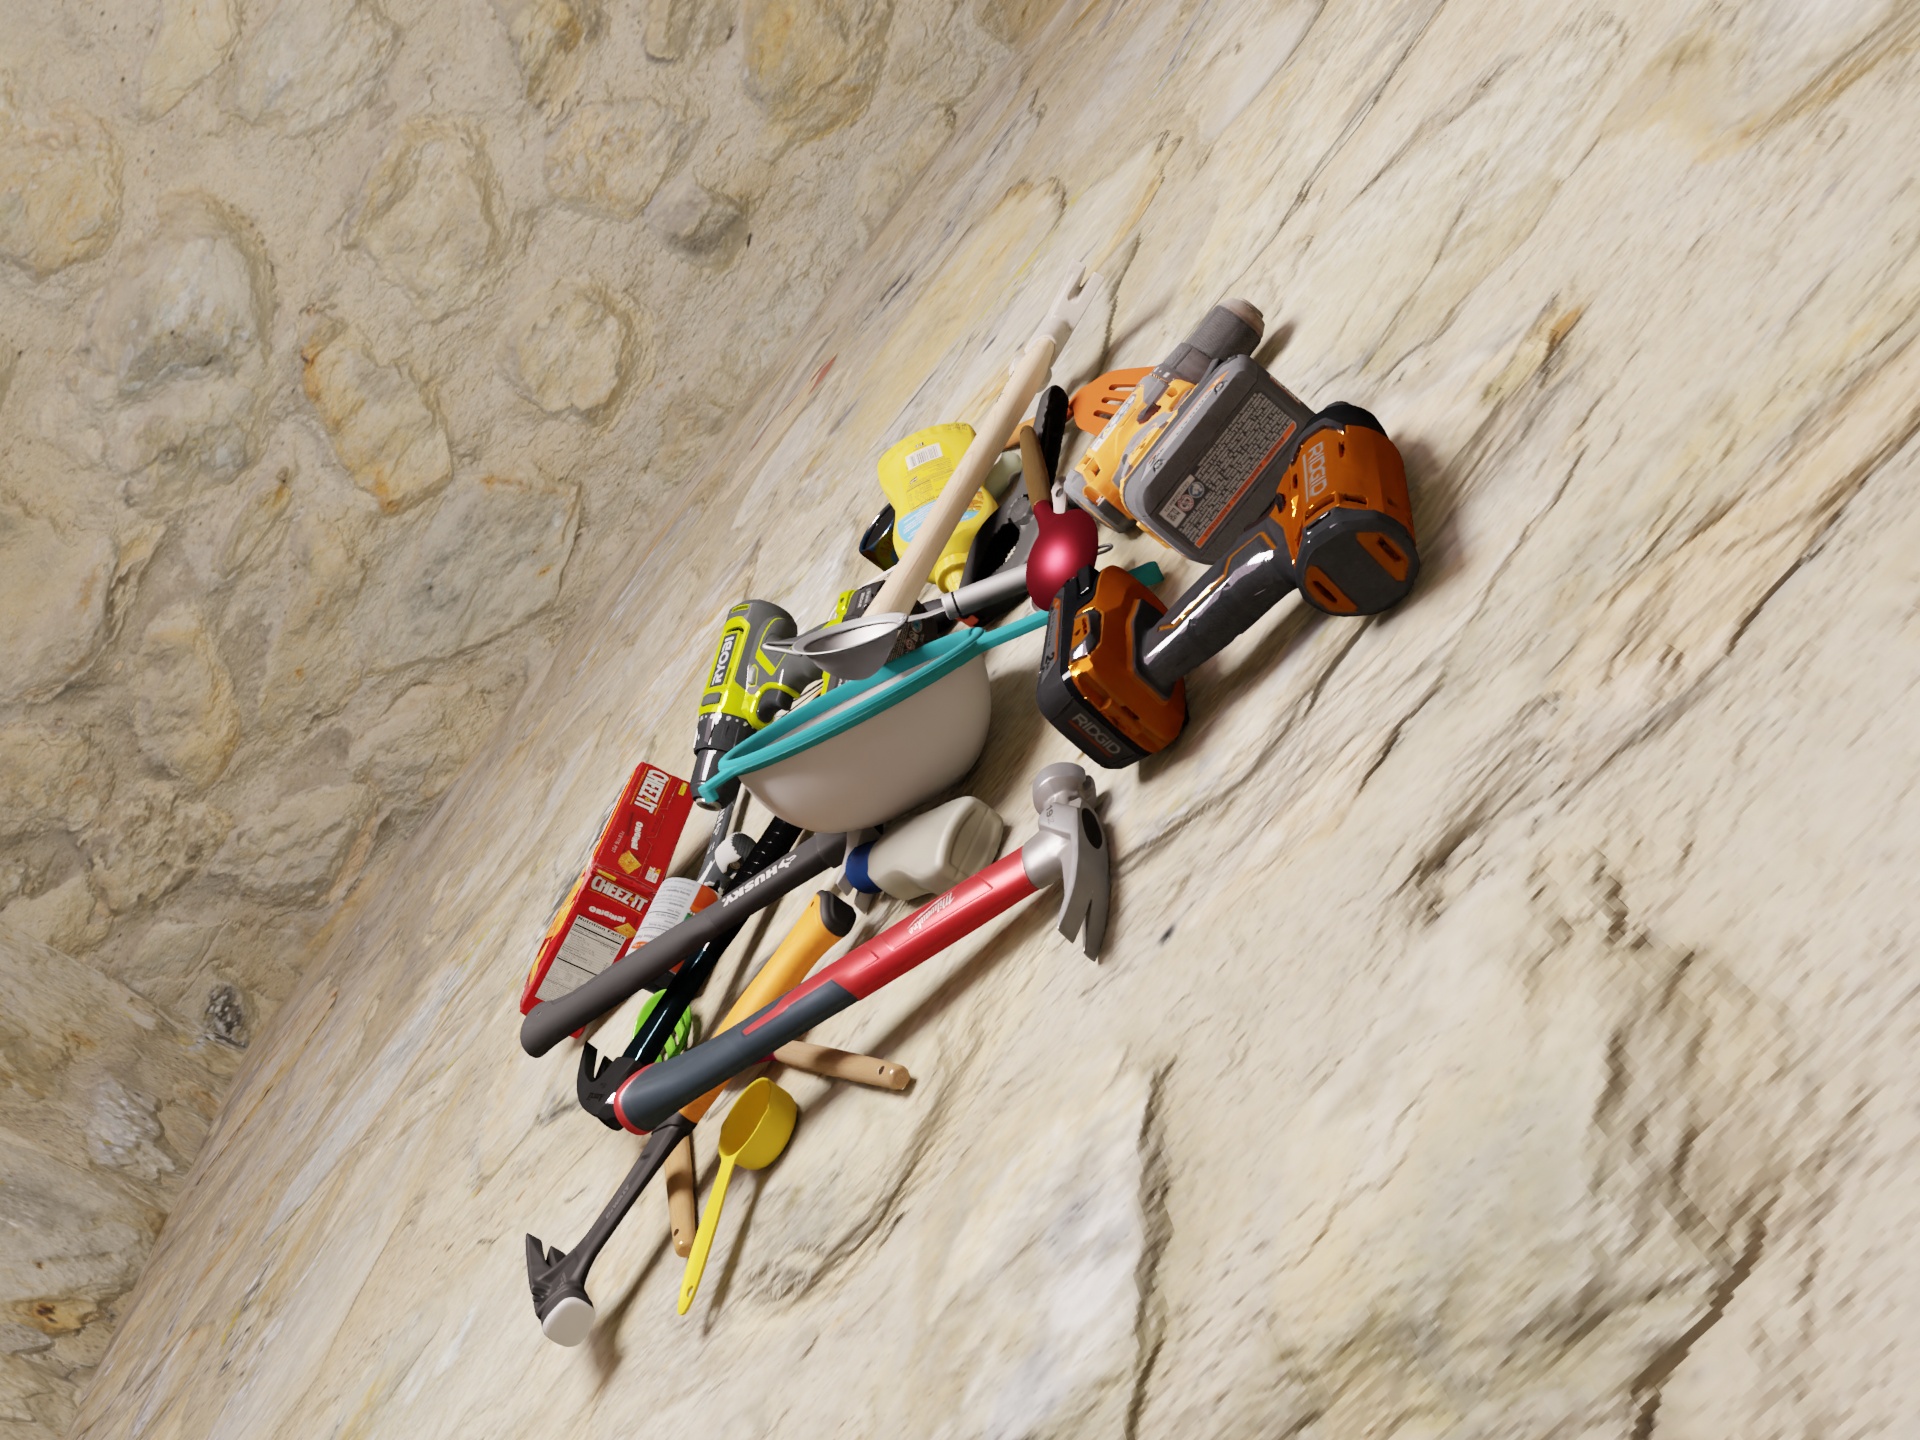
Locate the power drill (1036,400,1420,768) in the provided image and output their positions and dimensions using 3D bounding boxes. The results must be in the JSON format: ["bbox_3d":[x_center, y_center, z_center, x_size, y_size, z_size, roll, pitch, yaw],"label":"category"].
[{"bbox_3d":[0.152,-0.085,0.900,0.226,0.084,0.164,-35,27,33],"label":"power drill"}]

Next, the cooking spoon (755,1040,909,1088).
[{"bbox_3d":[-0.109,0.224,1.067,0.069,0.017,0.319,-59,20,-20],"label":"cooking spoon"}]

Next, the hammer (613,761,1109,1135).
[{"bbox_3d":[-0.072,0.170,0.964,0.386,0.038,0.143,-34,28,23],"label":"hammer"}]

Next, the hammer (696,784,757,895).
[{"bbox_3d":[-0.217,0.041,1.570,0.149,0.036,0.409,-43,23,31],"label":"hammer"}]

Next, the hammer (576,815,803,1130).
[{"bbox_3d":[-0.196,0.176,1.264,0.128,0.033,0.331,-10,41,48],"label":"hammer"}]

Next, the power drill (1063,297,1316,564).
[{"bbox_3d":[0.162,-0.200,1.061,0.185,0.084,0.226,-52,16,7],"label":"power drill"}]

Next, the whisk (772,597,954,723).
[{"bbox_3d":[-0.106,-0.051,1.425,0.284,0.070,0.070,-25,34,38],"label":"whisk"}]

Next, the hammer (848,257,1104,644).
[{"bbox_3d":[0.012,-0.207,1.287,0.411,0.038,0.146,-62,4,-34],"label":"hammer"}]

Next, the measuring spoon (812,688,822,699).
[{"bbox_3d":[-0.124,-0.012,1.488,0.021,0.011,0.117,-46,17,0],"label":"measuring spoon"}]

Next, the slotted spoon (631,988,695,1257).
[{"bbox_3d":[-0.214,0.293,1.177,0.070,0.031,0.314,-50,23,7],"label":"slotted spoon"}]

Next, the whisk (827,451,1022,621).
[{"bbox_3d":[-0.032,-0.151,1.453,0.246,0.059,0.058,-47,-6,9],"label":"whisk"}]

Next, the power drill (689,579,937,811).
[{"bbox_3d":[-0.137,-0.022,1.342,0.228,0.080,0.191,-10,57,43],"label":"power drill"}]

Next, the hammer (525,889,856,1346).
[{"bbox_3d":[-0.184,0.258,1.096,0.337,0.034,0.127,-54,21,-7],"label":"hammer"}]

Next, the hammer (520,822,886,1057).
[{"bbox_3d":[-0.198,0.163,1.211,0.335,0.035,0.146,-33,29,10],"label":"hammer"}]

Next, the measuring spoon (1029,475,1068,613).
[{"bbox_3d":[0.074,-0.130,1.192,0.034,0.018,0.124,-21,51,43],"label":"measuring spoon"}]

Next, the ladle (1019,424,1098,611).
[{"bbox_3d":[0.059,-0.161,1.139,0.069,0.031,0.316,-55,17,22],"label":"ladle"}]

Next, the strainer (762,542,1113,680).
[{"bbox_3d":[-0.013,-0.076,1.125,0.258,0.050,0.087,-20,16,8],"label":"strainer"}]

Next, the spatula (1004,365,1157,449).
[{"bbox_3d":[0.087,-0.258,1.393,0.081,0.041,0.323,-60,17,-10],"label":"spatula"}]

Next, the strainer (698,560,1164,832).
[{"bbox_3d":[-0.002,-0.004,1.106,0.340,0.095,0.211,-23,8,17],"label":"strainer"}]

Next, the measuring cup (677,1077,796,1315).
[{"bbox_3d":[-0.142,0.303,1.006,0.062,0.029,0.157,-32,33,46],"label":"measuring cup"}]
